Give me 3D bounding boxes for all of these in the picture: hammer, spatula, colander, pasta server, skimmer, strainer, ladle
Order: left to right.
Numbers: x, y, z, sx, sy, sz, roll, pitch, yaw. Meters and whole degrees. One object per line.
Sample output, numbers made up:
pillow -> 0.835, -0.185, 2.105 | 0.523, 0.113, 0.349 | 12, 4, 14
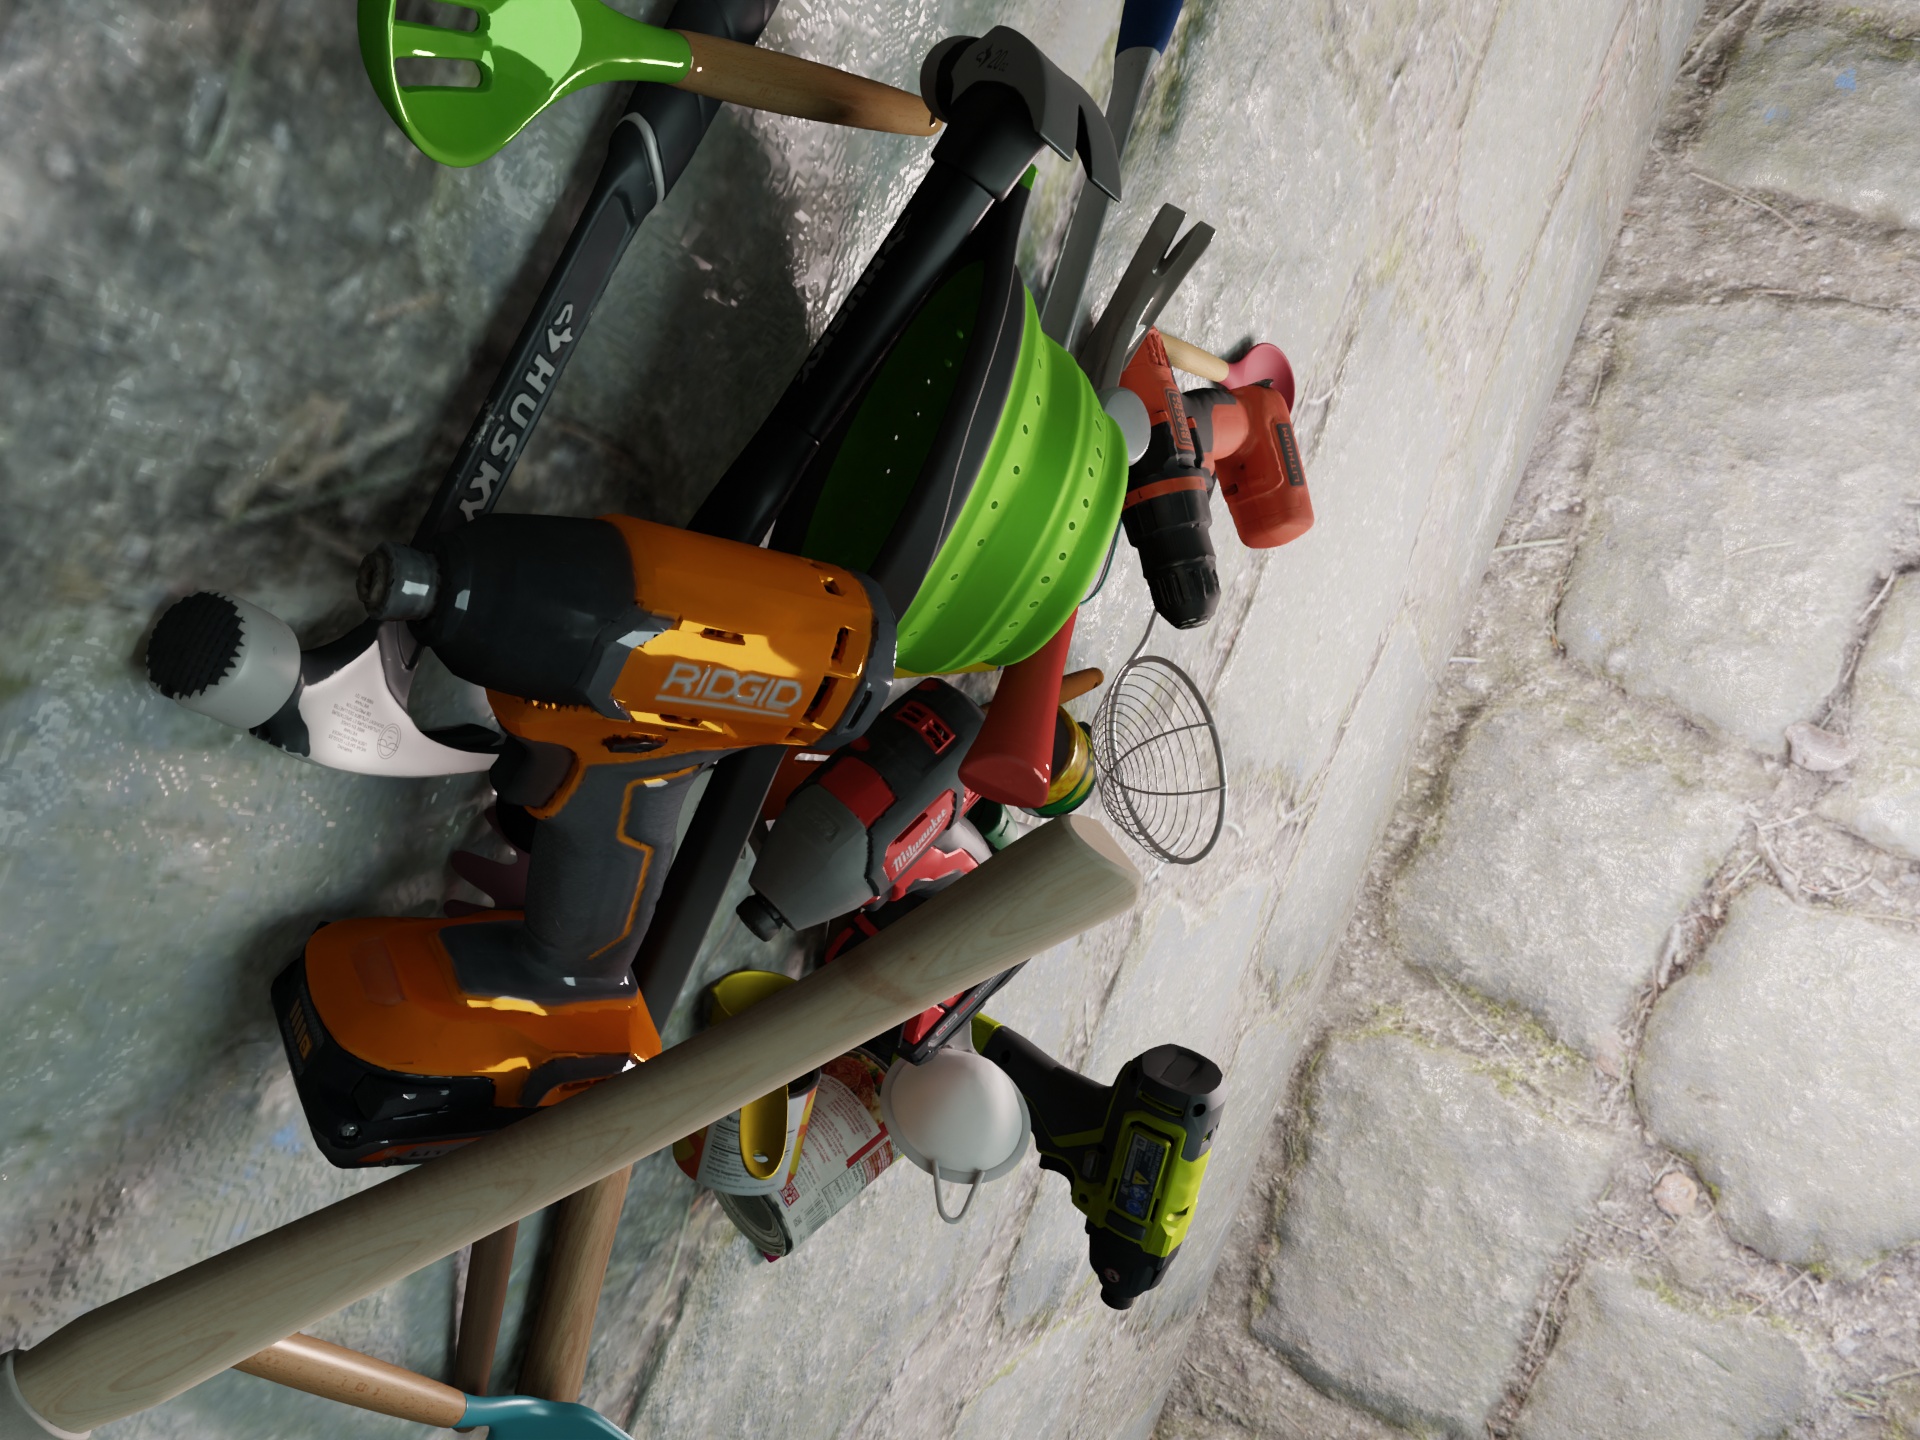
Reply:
spatula -> -0.218, 0.285, 0.645 | 0.082, 0.044, 0.317 | -25, 143, 4
pasta server -> -0.193, 0.177, 0.662 | 0.060, 0.040, 0.316 | -27, 138, -57
hammer -> -0.123, 0.140, 0.514 | 0.410, 0.038, 0.146 | -25, 141, -14
hammer -> -0.156, 0.172, 0.729 | 0.130, 0.031, 0.331 | -14, 122, -62
hammer -> -0.112, -0.167, 0.532 | 0.409, 0.036, 0.149 | -65, 158, -9
hammer -> -0.065, -0.089, 0.560 | 0.035, 0.146, 0.334 | 30, 102, -30
colander -> -0.032, -0.012, 0.626 | 0.397, 0.094, 0.205 | -67, -159, 0
spatula -> -0.001, -0.003, 0.871 | 0.322, 0.041, 0.081 | -21, 142, -58
strainer -> -0.001, 0.166, 0.915 | 0.259, 0.087, 0.050 | -93, -159, -54
hammer -> 0.057, -0.101, 0.747 | 0.149, 0.036, 0.359 | -57, -168, 43
hammer -> 0.076, -0.303, 0.753 | 0.035, 0.144, 0.405 | 24, 77, -38
skimmer -> 0.160, -0.071, 1.044 | 0.127, 0.090, 0.363 | 111, 1, -52
ladle -> 0.170, -0.242, 1.089 | 0.315, 0.031, 0.069 | -7, 102, -62

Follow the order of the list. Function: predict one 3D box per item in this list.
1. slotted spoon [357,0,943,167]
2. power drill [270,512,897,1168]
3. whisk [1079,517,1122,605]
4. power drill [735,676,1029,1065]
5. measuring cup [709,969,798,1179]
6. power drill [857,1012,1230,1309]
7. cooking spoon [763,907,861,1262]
slotted spoon -> -0.077, -0.203, 0.502 | 0.314, 0.031, 0.070 | -30, 136, -61
power drill -> -0.136, 0.036, 0.502 | 0.164, 0.084, 0.226 | 10, 120, -43
whisk -> 0.101, -0.140, 1.007 | 0.245, 0.051, 0.047 | -51, 146, -41
power drill -> -0.031, 0.083, 0.787 | 0.143, 0.079, 0.219 | -44, 153, -15
measuring cup -> -0.095, 0.173, 0.758 | 0.157, 0.062, 0.029 | -99, -155, -65
power drill -> 0.039, 0.249, 0.972 | 0.080, 0.223, 0.171 | -26, 132, -57
cooking spoon -> -0.079, 0.188, 0.923 | 0.069, 0.017, 0.318 | -28, 134, -54
